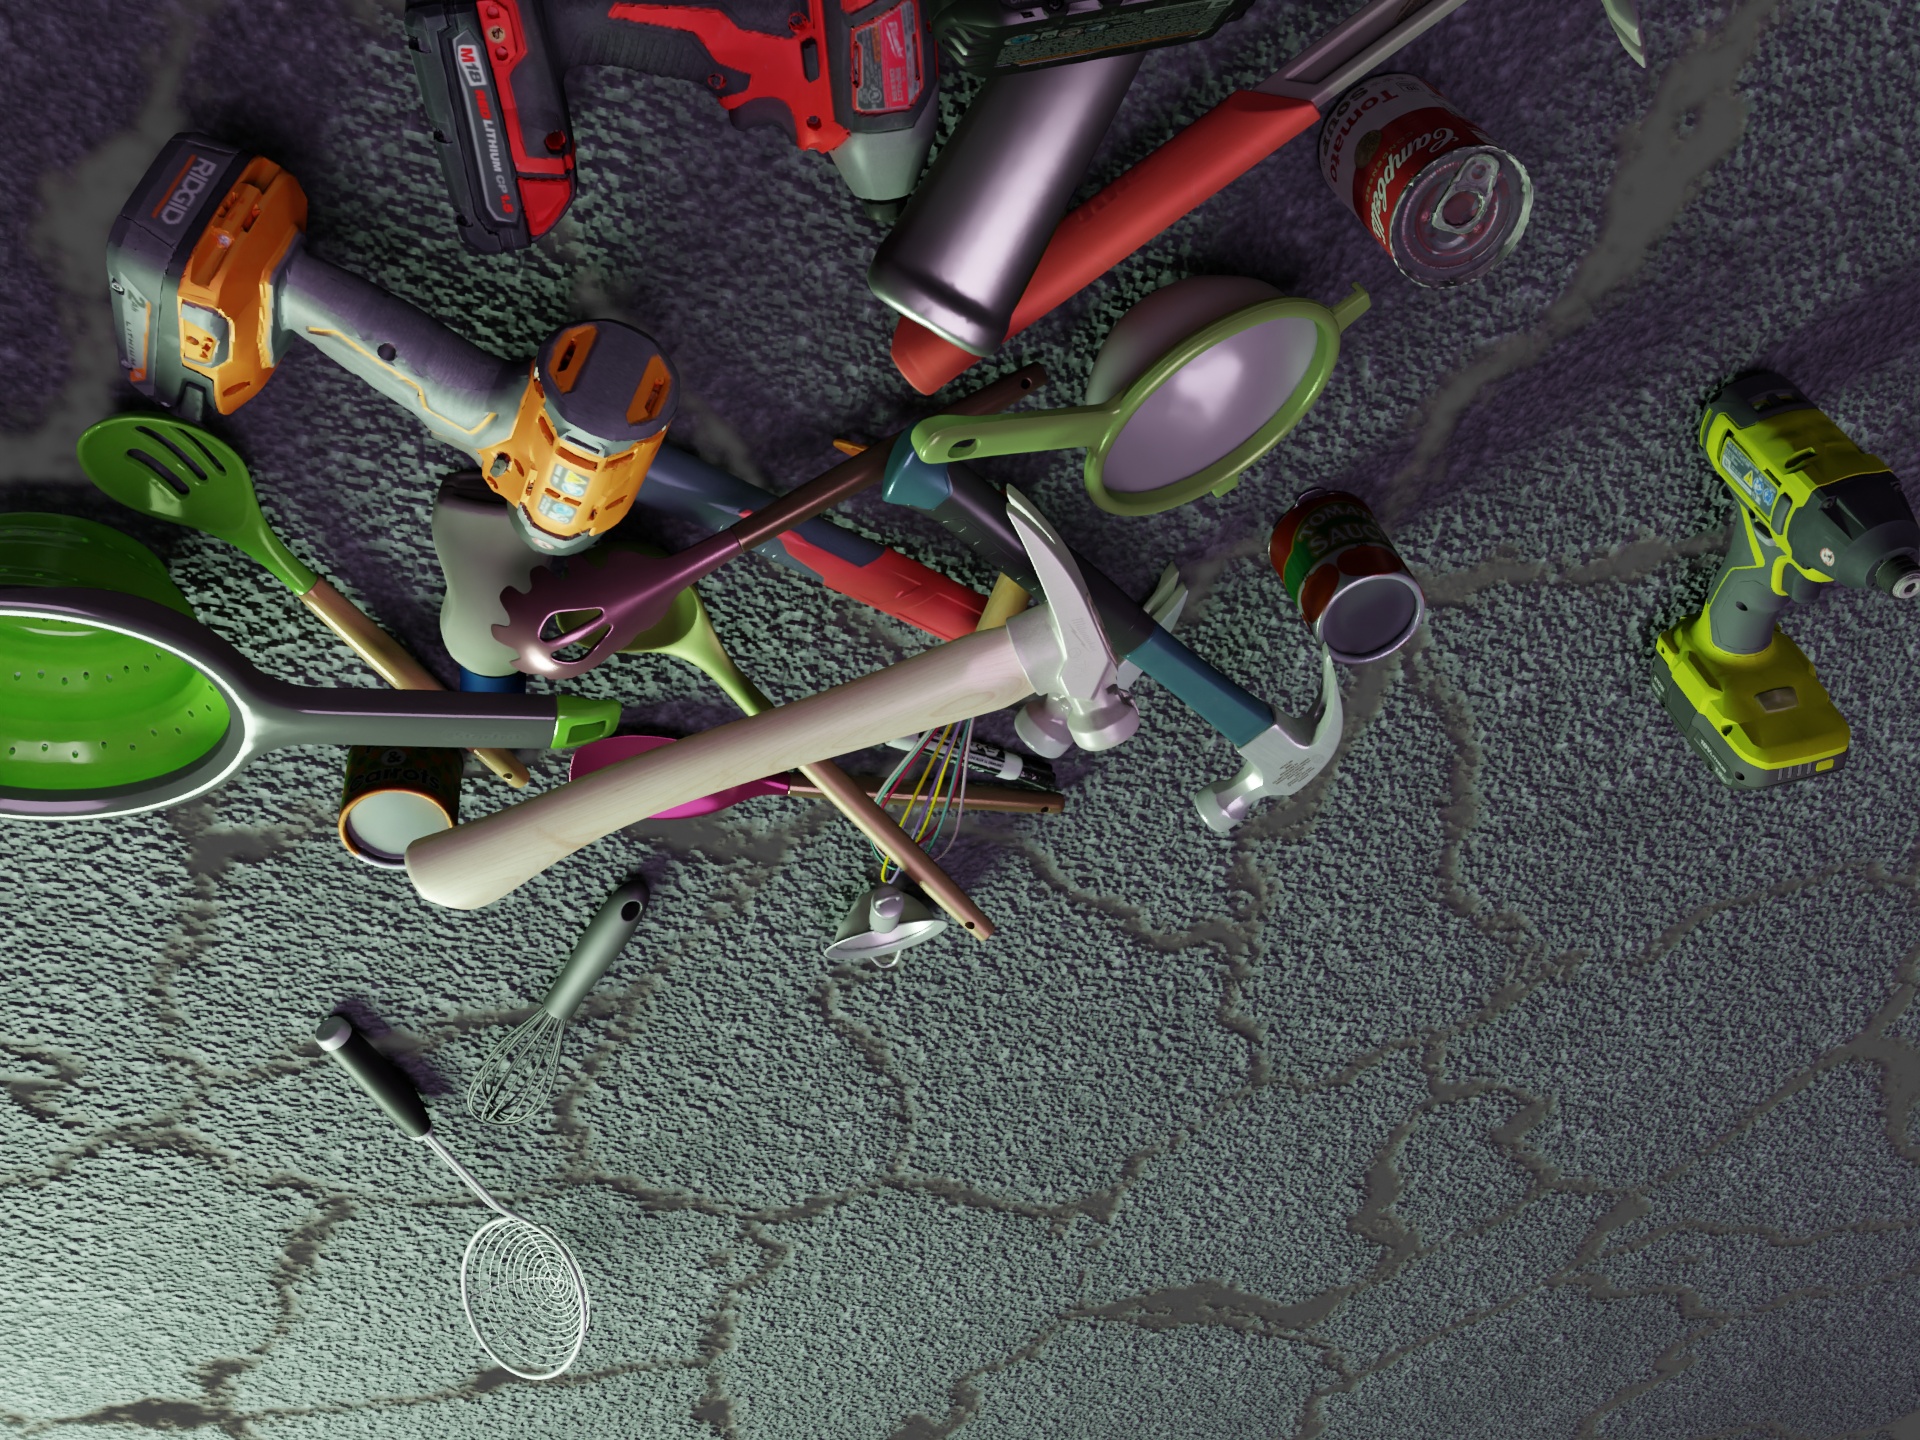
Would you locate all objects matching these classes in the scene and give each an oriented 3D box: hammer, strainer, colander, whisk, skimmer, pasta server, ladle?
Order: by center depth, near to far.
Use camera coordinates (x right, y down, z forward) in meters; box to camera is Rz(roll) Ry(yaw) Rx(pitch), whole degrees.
[{"bbox_3d":[0.120,-0.256,0.738,0.359,0.149,0.036,-32,157,22],"label":"hammer"},{"bbox_3d":[0.073,-0.169,0.793,0.256,0.069,0.151,-14,152,-34],"label":"strainer"},{"bbox_3d":[-0.378,-0.034,0.818,0.397,0.095,0.204,2,148,-22],"label":"colander"},{"bbox_3d":[-0.094,-0.109,0.823,0.316,0.040,0.060,-30,118,-8],"label":"pasta server"},{"bbox_3d":[-0.121,0.010,0.846,0.410,0.038,0.146,-19,119,13],"label":"hammer"},{"bbox_3d":[0.086,-0.052,0.866,0.330,0.033,0.128,34,123,-29],"label":"hammer"},{"bbox_3d":[-0.052,-0.098,0.883,0.386,0.038,0.143,24,120,-29],"label":"hammer"},{"bbox_3d":[-0.096,0.021,0.893,0.320,0.062,0.078,46,124,-13],"label":"ladle"},{"bbox_3d":[-0.001,-0.004,0.926,0.047,0.051,0.245,-2,127,-40],"label":"whisk"},{"bbox_3d":[-0.048,0.125,1.013,0.087,0.050,0.258,-13,169,-7],"label":"strainer"},{"bbox_3d":[-0.270,0.195,1.081,0.055,0.055,0.239,22,118,-28],"label":"whisk"},{"bbox_3d":[-0.380,0.357,1.164,0.127,0.090,0.362,2,135,27],"label":"skimmer"}]

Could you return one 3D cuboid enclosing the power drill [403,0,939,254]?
[{"bbox_3d":[-0.116,-0.276,0.692,0.219,0.079,0.143,-11,132,-7],"label":"power drill"}]

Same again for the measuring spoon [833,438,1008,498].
[{"bbox_3d":[-0.016,-0.137,0.874,0.116,0.021,0.011,16,82,-24],"label":"measuring spoon"}]

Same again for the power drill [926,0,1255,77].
[{"bbox_3d":[0.052,-0.376,0.590,0.190,0.080,0.228,-11,99,-3],"label":"power drill"}]

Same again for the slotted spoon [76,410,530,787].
[{"bbox_3d":[-0.337,-0.056,0.861,0.070,0.031,0.313,-22,134,17],"label":"slotted spoon"}]

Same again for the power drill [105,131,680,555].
[{"bbox_3d":[-0.252,-0.150,0.720,0.226,0.084,0.164,23,152,-14],"label":"power drill"}]

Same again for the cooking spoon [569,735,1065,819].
[{"bbox_3d":[-0.084,0.042,1.009,0.318,0.017,0.068,5,130,-16],"label":"cooking spoon"}]

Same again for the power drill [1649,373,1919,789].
[{"bbox_3d":[0.491,-0.070,0.948,0.080,0.171,0.223,-13,135,-2],"label":"power drill"}]
